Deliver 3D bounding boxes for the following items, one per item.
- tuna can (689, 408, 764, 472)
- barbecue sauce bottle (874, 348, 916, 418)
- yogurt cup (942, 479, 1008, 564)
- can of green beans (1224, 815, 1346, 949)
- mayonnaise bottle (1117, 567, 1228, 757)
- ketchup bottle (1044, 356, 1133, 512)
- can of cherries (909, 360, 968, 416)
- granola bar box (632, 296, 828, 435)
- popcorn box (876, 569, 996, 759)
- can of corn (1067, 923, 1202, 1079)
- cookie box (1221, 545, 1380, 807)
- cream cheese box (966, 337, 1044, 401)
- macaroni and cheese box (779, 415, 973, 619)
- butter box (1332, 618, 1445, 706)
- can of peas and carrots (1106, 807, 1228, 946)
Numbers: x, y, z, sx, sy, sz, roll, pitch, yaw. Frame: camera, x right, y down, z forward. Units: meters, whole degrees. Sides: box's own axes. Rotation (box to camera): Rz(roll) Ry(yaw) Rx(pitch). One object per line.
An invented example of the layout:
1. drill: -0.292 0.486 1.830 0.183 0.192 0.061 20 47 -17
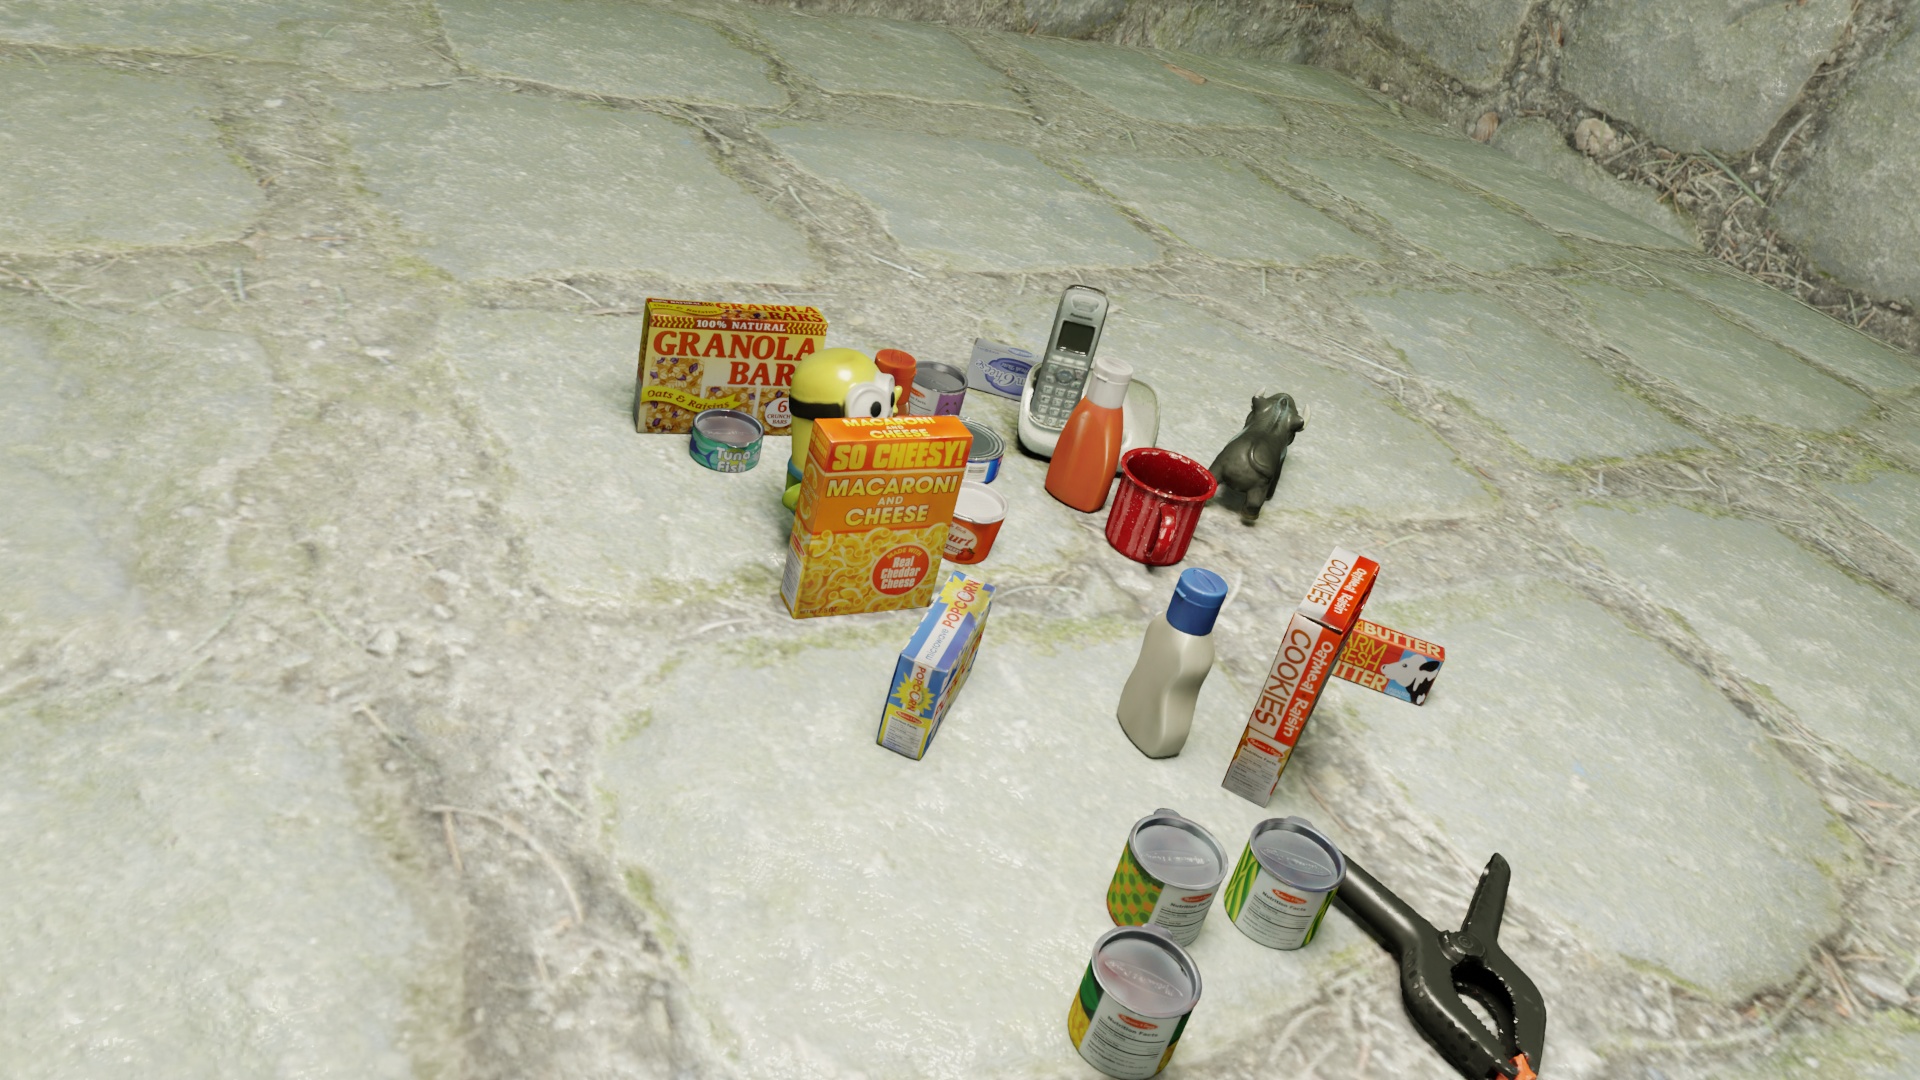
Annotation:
1. tuna can: -0.215 -0.091 1.283 0.071 0.032 0.071 11 31 -7
2. barbecue sauce bottle: -0.071 -0.098 1.244 0.044 0.147 0.065 10 31 -8
3. yogurt cup: 0.004 -0.016 1.236 0.072 0.053 0.073 11 31 -7
4. can of green beans: 0.217 0.230 0.932 0.071 0.057 0.071 11 31 -7
5. mayonnaise bottle: 0.162 0.090 1.045 0.041 0.147 0.065 -2 35 -27
6. ketchup bottle: 0.128 -0.103 1.338 0.065 0.148 0.044 31 35 25
7. can of cherries: -0.028 -0.144 1.423 0.071 0.058 0.072 11 31 -7
8. granola bar box: -0.218 -0.162 1.306 0.166 0.123 0.039 -1 34 -24
9. popcorn box: -0.017 0.090 1.028 0.038 0.084 0.127 20 31 8
10. can of corn: 0.102 0.270 0.818 0.071 0.058 0.071 11 31 -7
11. cookie box: 0.258 0.101 1.050 0.040 0.166 0.123 25 33 17
12. cream cheese box: 0.060 -0.183 1.528 0.104 0.053 0.024 15 31 0
13. macaroni and cheese box: -0.069 -0.019 1.103 0.124 0.165 0.040 -4 36 -29
14. butter box: 0.360 0.101 1.204 0.103 0.052 0.024 20 31 7
15. can of peas and carrots: 0.134 0.221 0.910 0.071 0.058 0.071 11 31 -7
